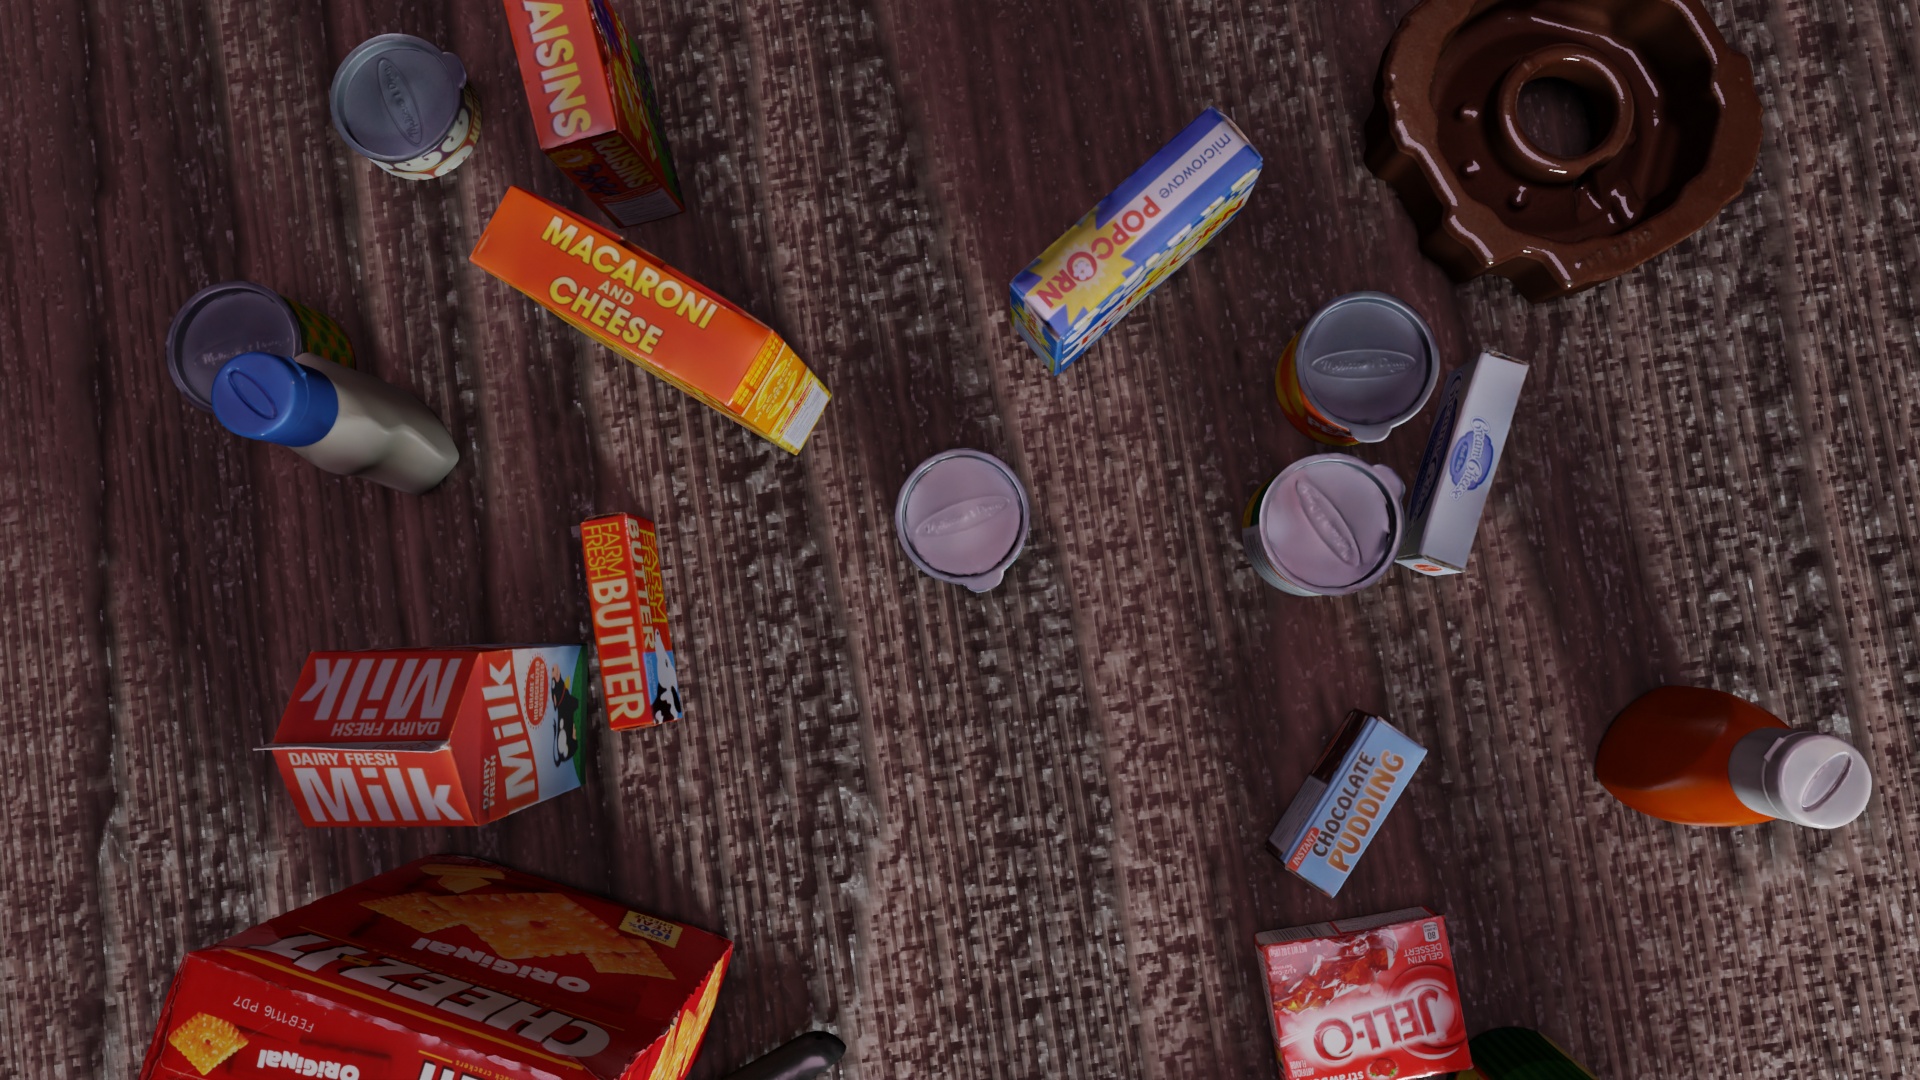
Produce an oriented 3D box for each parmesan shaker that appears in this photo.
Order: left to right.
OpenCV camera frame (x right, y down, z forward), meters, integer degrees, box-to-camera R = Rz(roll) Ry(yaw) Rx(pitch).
[{"bbox_3d":[0.265,0.268,0.620,0.071,0.103,0.071,0,86,2],"label":"parmesan shaker"}]

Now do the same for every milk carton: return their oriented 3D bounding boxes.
[{"bbox_3d":[-0.225,0.082,0.608,0.072,0.190,0.073,-1,87,2],"label":"milk carton"}]

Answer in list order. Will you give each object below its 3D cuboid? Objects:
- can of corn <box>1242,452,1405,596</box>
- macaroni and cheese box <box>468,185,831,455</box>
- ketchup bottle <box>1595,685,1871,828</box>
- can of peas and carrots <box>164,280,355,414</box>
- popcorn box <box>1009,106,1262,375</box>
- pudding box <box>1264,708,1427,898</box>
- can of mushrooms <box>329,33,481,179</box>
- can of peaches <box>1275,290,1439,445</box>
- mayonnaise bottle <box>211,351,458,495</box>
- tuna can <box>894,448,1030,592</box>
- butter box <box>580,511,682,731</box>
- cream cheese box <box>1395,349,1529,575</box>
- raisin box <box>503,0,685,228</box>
[{"bbox_3d":[0.174,-0.008,0.665,0.071,0.058,0.071,0,86,2],"label":"can of corn"},{"bbox_3d":[-0.131,-0.094,0.629,0.124,0.166,0.040,30,88,4],"label":"macaroni and cheese box"},{"bbox_3d":[0.334,0.097,0.606,0.043,0.149,0.065,39,89,4],"label":"ketchup bottle"},{"bbox_3d":[-0.345,-0.088,0.691,0.071,0.058,0.071,0,86,2],"label":"can of peas and carrots"},{"bbox_3d":[0.081,-0.140,0.665,0.127,0.085,0.038,-41,86,-1],"label":"popcorn box"},{"bbox_3d":[0.182,0.123,0.660,0.030,0.049,0.083,33,88,4],"label":"pudding box"},{"bbox_3d":[-0.280,-0.222,0.710,0.071,0.033,0.071,0,86,2],"label":"can of mushrooms"},{"bbox_3d":[0.189,-0.079,0.670,0.071,0.058,0.071,0,86,2],"label":"can of peaches"},{"bbox_3d":[-0.287,-0.056,0.642,0.041,0.148,0.065,-45,86,-1],"label":"mayonnaise bottle"},{"bbox_3d":[0.002,-0.009,0.685,0.071,0.033,0.071,0,86,2],"label":"tuna can"},{"bbox_3d":[-0.160,0.040,0.678,0.024,0.053,0.103,-10,86,2],"label":"butter box"},{"bbox_3d":[0.239,-0.036,0.667,0.024,0.053,0.104,18,87,3],"label":"cream cheese box"},{"bbox_3d":[-0.172,-0.208,0.660,0.040,0.123,0.086,-15,86,1],"label":"raisin box"}]
